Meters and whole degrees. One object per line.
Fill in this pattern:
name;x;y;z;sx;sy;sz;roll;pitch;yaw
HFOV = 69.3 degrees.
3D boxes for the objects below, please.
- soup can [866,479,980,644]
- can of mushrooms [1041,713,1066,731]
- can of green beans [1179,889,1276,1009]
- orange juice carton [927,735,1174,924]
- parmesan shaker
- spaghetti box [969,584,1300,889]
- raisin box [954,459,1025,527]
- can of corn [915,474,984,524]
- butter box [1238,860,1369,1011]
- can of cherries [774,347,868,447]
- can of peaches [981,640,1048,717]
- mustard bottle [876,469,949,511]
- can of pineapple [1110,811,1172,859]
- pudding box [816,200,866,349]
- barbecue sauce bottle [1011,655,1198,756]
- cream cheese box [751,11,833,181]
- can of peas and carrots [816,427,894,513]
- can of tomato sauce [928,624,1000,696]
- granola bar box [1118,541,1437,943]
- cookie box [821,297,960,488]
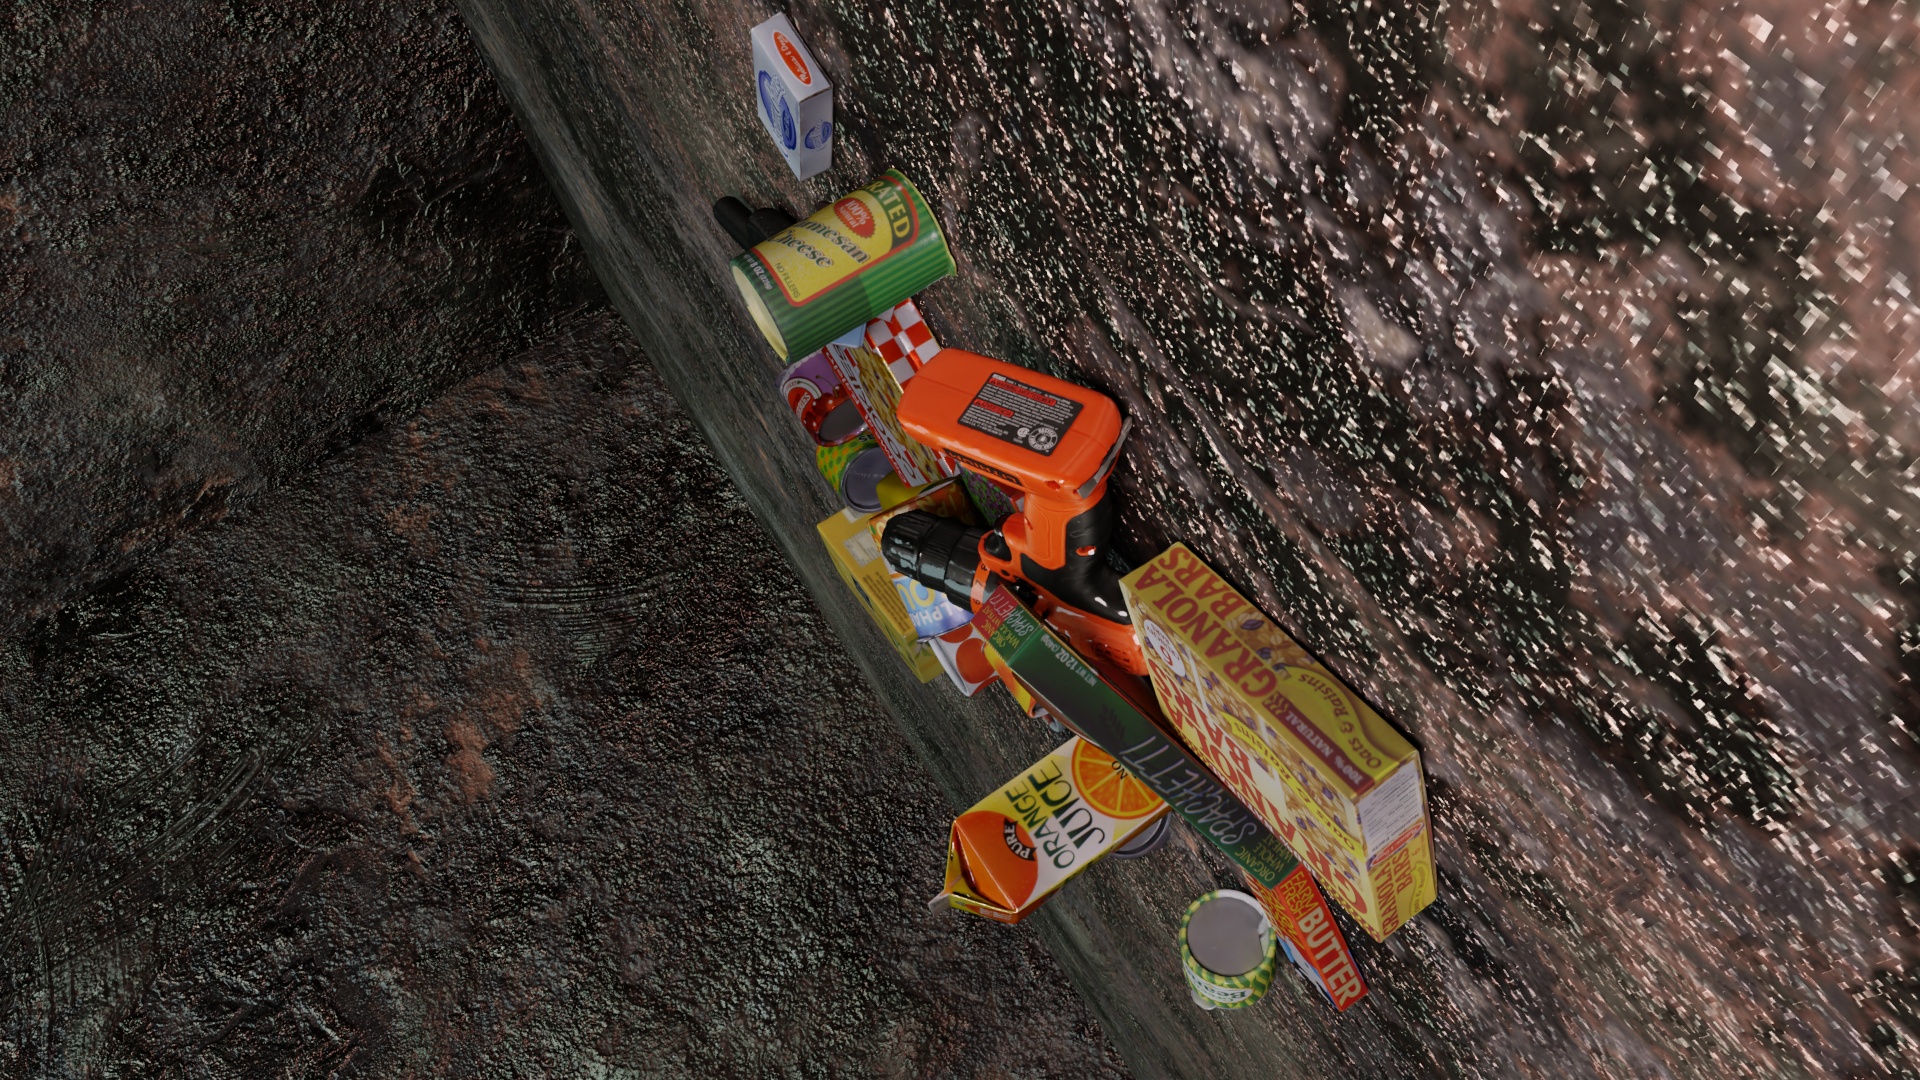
soup can;-0.015;0.013;0.875;0.083;0.071;0.071;65;169;-4
can of mushrooms;0.071;0.114;1.094;0.071;0.033;0.071;55;170;15
can of green beans;0.186;0.283;0.963;0.071;0.071;0.057;50;167;35
orange juice carton;0.060;0.190;0.920;0.073;0.193;0.071;53;168;18
parmesan shaker;-0.064;-0.147;0.757;0.071;0.103;0.071;54;169;16
spaghetti box;0.100;0.111;0.745;0.249;0.028;0.050;42;-177;-31
raisin box;0.049;-0.001;0.844;0.086;0.040;0.123;40;161;56
can of corn;0.003;-0.012;0.948;0.071;0.071;0.058;59;164;-6
butter box;0.204;0.228;0.833;0.103;0.024;0.053;61;170;-18
can of cherries;-0.109;-0.118;1.143;0.058;0.071;0.071;53;169;21
can of peaches;0.058;0.080;0.964;0.058;0.071;0.071;53;169;23
mustard bottle;-0.023;-0.025;1.079;0.065;0.049;0.160;60;169;-14
can of pineapple;0.116;0.197;1.036;0.071;0.071;0.058;61;169;-18
pudding box;-0.073;-0.162;0.846;0.050;0.030;0.083;34;115;61
barbecue sauce bottle;0.100;0.106;0.871;0.149;0.064;0.044;42;-162;33
cream cheese box;-0.098;-0.257;0.814;0.053;0.024;0.103;58;170;6
can of peas and carrots;-0.083;-0.068;1.191;0.059;0.071;0.070;47;165;46
can of tomato sauce;0.024;0.070;1.039;0.071;0.083;0.071;55;169;16
granola bar box;0.148;0.091;0.650;0.166;0.039;0.123;47;166;45
cookie box;-0.038;-0.101;0.955;0.123;0.040;0.167;59;169;-6
